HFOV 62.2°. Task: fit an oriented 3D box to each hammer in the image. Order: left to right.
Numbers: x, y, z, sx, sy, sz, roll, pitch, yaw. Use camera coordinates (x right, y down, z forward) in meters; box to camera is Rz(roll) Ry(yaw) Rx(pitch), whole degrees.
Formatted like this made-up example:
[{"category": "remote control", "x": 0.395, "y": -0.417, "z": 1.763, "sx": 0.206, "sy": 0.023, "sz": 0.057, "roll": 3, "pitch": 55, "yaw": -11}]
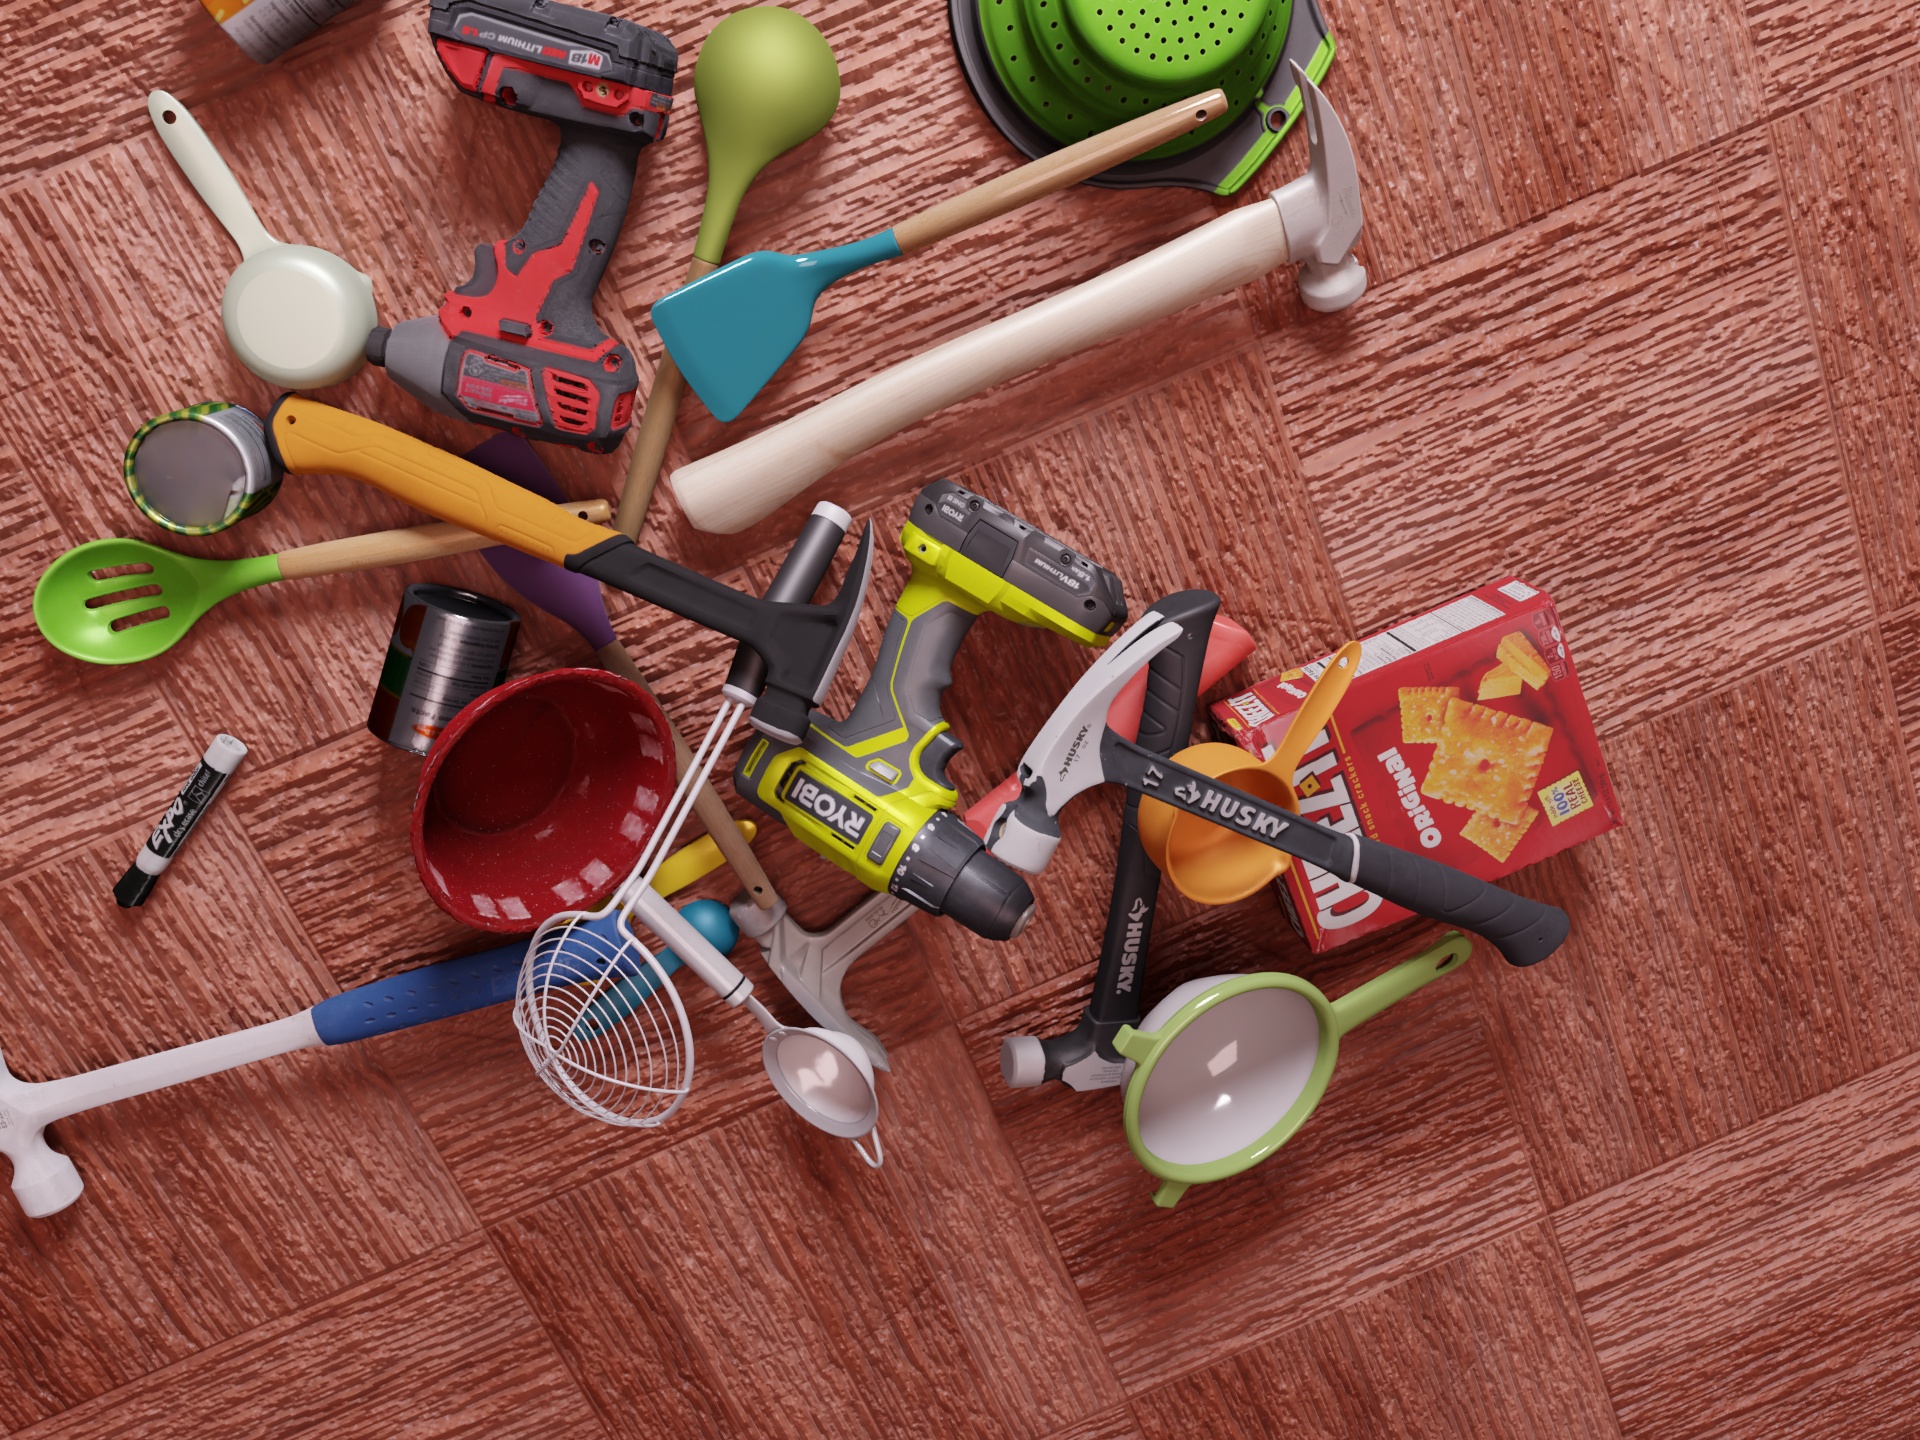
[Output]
[{"category": "hammer", "x": -0.393, "y": 0.180, "z": 0.945, "sx": 0.405, "sy": 0.035, "sz": 0.144, "roll": -16, "pitch": 107, "yaw": 2}, {"category": "hammer", "x": -0.215, "y": -0.107, "z": 0.862, "sx": 0.337, "sy": 0.034, "sz": 0.127, "roll": 23, "pitch": 82, "yaw": 2}, {"category": "hammer", "x": 0.026, "y": -0.214, "z": 0.881, "sx": 0.410, "sy": 0.038, "sz": 0.146, "roll": -24, "pitch": 140, "yaw": 3}, {"category": "hammer", "x": 0.038, "y": 0.062, "z": 0.989, "sx": 0.359, "sy": 0.037, "sz": 0.149, "roll": -39, "pitch": 108, "yaw": 4}, {"category": "hammer", "x": 0.117, "y": 0.080, "z": 0.976, "sx": 0.146, "sy": 0.035, "sz": 0.334, "roll": 0, "pitch": 114, "yaw": -18}, {"category": "hammer", "x": 0.210, "y": 0.068, "z": 0.906, "sx": 0.408, "sy": 0.036, "sz": 0.149, "roll": 22, "pitch": 101, "yaw": -30}]

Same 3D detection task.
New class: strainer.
[{"category": "strainer", "x": -0.128, "y": 0.168, "z": 0.967, "sx": 0.258, "sy": 0.050, "sz": 0.087, "roll": 46, "pitch": 135, "yaw": -10}, {"category": "strainer", "x": 0.199, "y": 0.184, "z": 0.995, "sx": 0.256, "sy": 0.069, "sz": 0.151, "roll": -26, "pitch": 123, "yaw": -15}]

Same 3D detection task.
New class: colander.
[{"category": "colander", "x": 0.034, "y": -0.431, "z": 0.813, "sx": 0.397, "sy": 0.095, "sz": 0.204, "roll": 34, "pitch": 99, "yaw": -16}]

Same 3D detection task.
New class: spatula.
[{"category": "spatula", "x": -0.195, "y": -0.021, "z": 0.928, "sx": 0.060, "sy": 0.018, "sz": 0.315, "roll": -30, "pitch": 101, "yaw": 6}, {"category": "spatula", "x": -0.008, "y": -0.258, "z": 0.843, "sx": 0.317, "sy": 0.044, "sz": 0.082, "roll": -21, "pitch": 133, "yaw": 12}]

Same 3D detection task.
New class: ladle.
[{"category": "ladle", "x": -0.145, "y": -0.230, "z": 0.880, "sx": 0.078, "sy": 0.062, "sz": 0.320, "roll": 22, "pitch": 110, "yaw": 2}]

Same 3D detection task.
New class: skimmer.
[{"category": "skimmer", "x": -0.140, "y": 0.050, "z": 0.899, "sx": 0.127, "sy": 0.090, "sz": 0.363, "roll": 20, "pitch": 77, "yaw": 28}]

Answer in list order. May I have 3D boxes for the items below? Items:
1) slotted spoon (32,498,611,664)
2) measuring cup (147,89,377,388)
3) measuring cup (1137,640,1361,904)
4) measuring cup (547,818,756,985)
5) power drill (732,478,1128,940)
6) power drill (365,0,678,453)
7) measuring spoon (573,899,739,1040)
[{"category": "slotted spoon", "x": -0.351, "y": -0.088, "z": 0.886, "sx": 0.313, "sy": 0.031, "sz": 0.070, "roll": -11, "pitch": 109, "yaw": -3}, {"category": "measuring cup", "x": -0.376, "y": -0.252, "z": 0.835, "sx": 0.083, "sy": 0.038, "sz": 0.167, "roll": -29, "pitch": 110, "yaw": 1}, {"category": "measuring cup", "x": 0.169, "y": 0.021, "z": 0.920, "sx": 0.095, "sy": 0.052, "sz": 0.173, "roll": 29, "pitch": 97, "yaw": -30}, {"category": "measuring cup", "x": -0.191, "y": 0.109, "z": 0.972, "sx": 0.156, "sy": 0.029, "sz": 0.062, "roll": -33, "pitch": 108, "yaw": 5}, {"category": "power drill", "x": -0.001, "y": -0.003, "z": 0.914, "sx": 0.190, "sy": 0.080, "sz": 0.228, "roll": 32, "pitch": 99, "yaw": 13}, {"category": "power drill", "x": -0.231, "y": -0.260, "z": 0.833, "sx": 0.143, "sy": 0.079, "sz": 0.219, "roll": 13, "pitch": 108, "yaw": -1}, {"category": "measuring spoon", "x": -0.192, "y": 0.162, "z": 0.992, "sx": 0.128, "sy": 0.021, "sz": 0.042, "roll": -40, "pitch": 107, "yaw": 3}]
